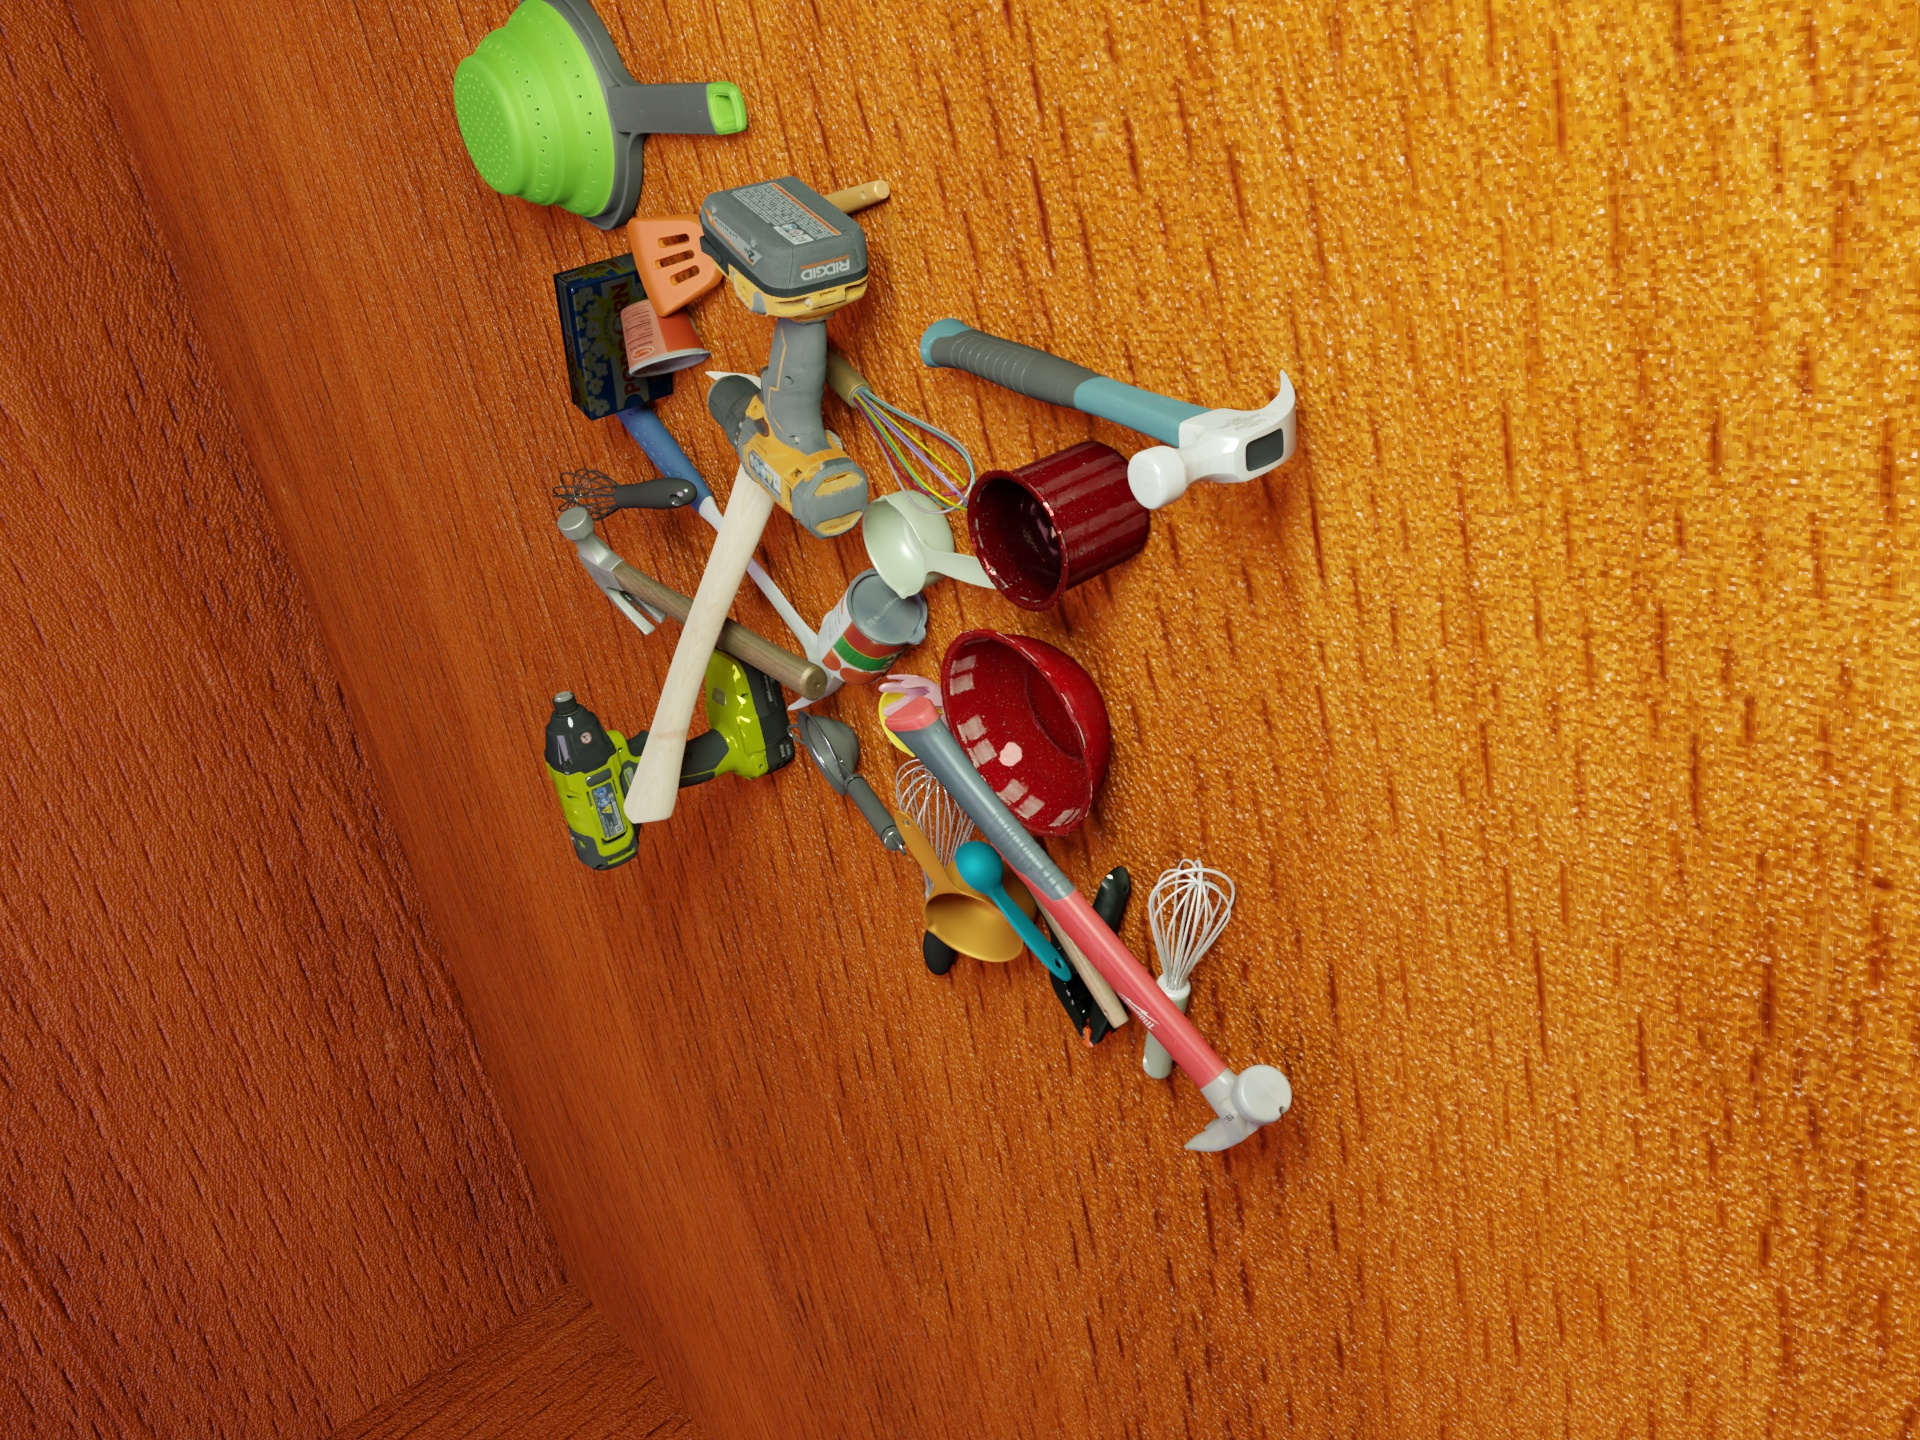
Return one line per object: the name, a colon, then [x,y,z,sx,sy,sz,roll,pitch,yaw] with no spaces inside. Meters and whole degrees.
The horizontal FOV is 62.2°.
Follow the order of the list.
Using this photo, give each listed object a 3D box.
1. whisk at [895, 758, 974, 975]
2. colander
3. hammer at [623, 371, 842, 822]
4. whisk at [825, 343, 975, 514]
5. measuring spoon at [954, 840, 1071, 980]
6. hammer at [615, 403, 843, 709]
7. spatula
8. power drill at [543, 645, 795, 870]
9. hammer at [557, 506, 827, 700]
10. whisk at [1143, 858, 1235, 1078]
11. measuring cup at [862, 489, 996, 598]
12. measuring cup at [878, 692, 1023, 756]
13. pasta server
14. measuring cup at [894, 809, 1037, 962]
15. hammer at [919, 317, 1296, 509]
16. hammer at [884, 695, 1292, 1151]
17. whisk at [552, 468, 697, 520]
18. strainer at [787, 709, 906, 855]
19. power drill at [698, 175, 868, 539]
whisk: [-0.020,0.130,1.359,0.070,0.070,0.284,41,148,32]
colander: [-0.307,-0.482,1.270,0.397,0.094,0.204,24,132,47]
hammer: [-0.221,-0.091,1.353,0.146,0.038,0.410,41,120,31]
whisk: [-0.063,-0.226,1.155,0.245,0.047,0.051,48,148,29]
measuring spoon: [0.045,0.139,1.180,0.128,0.042,0.021,50,124,4]
hammer: [-0.226,-0.182,1.441,0.406,0.035,0.144,52,148,18]
spatula: [-0.154,-0.364,1.185,0.323,0.041,0.081,8,119,53]
power drill: [-0.275,0.019,1.487,0.080,0.223,0.171,24,132,47]
hammer: [-0.237,-0.092,1.437,0.332,0.031,0.129,29,156,36]
whisk: [0.156,0.186,1.148,0.246,0.059,0.058,92,176,-45]
measuring cup: [-0.007,-0.123,1.156,0.168,0.038,0.083,22,131,46]
measuring cup: [-0.002,-0.004,1.262,0.156,0.029,0.062,0,111,44]
pasta server: [0.034,0.095,1.207,0.316,0.040,0.060,59,151,12]
measuring cup: [0.000,0.118,1.269,0.095,0.052,0.173,-6,128,36]
hammer: [0.069,-0.193,0.928,0.331,0.128,0.033,36,140,52]
hammer: [0.076,0.142,1.139,0.386,0.038,0.143,50,156,12]
whisk: [-0.311,-0.210,1.471,0.239,0.055,0.055,7,119,49]
strainer: [-0.090,0.052,1.364,0.259,0.050,0.086,48,160,57]
power drill: [-0.133,-0.266,1.140,0.186,0.084,0.226,46,148,39]
